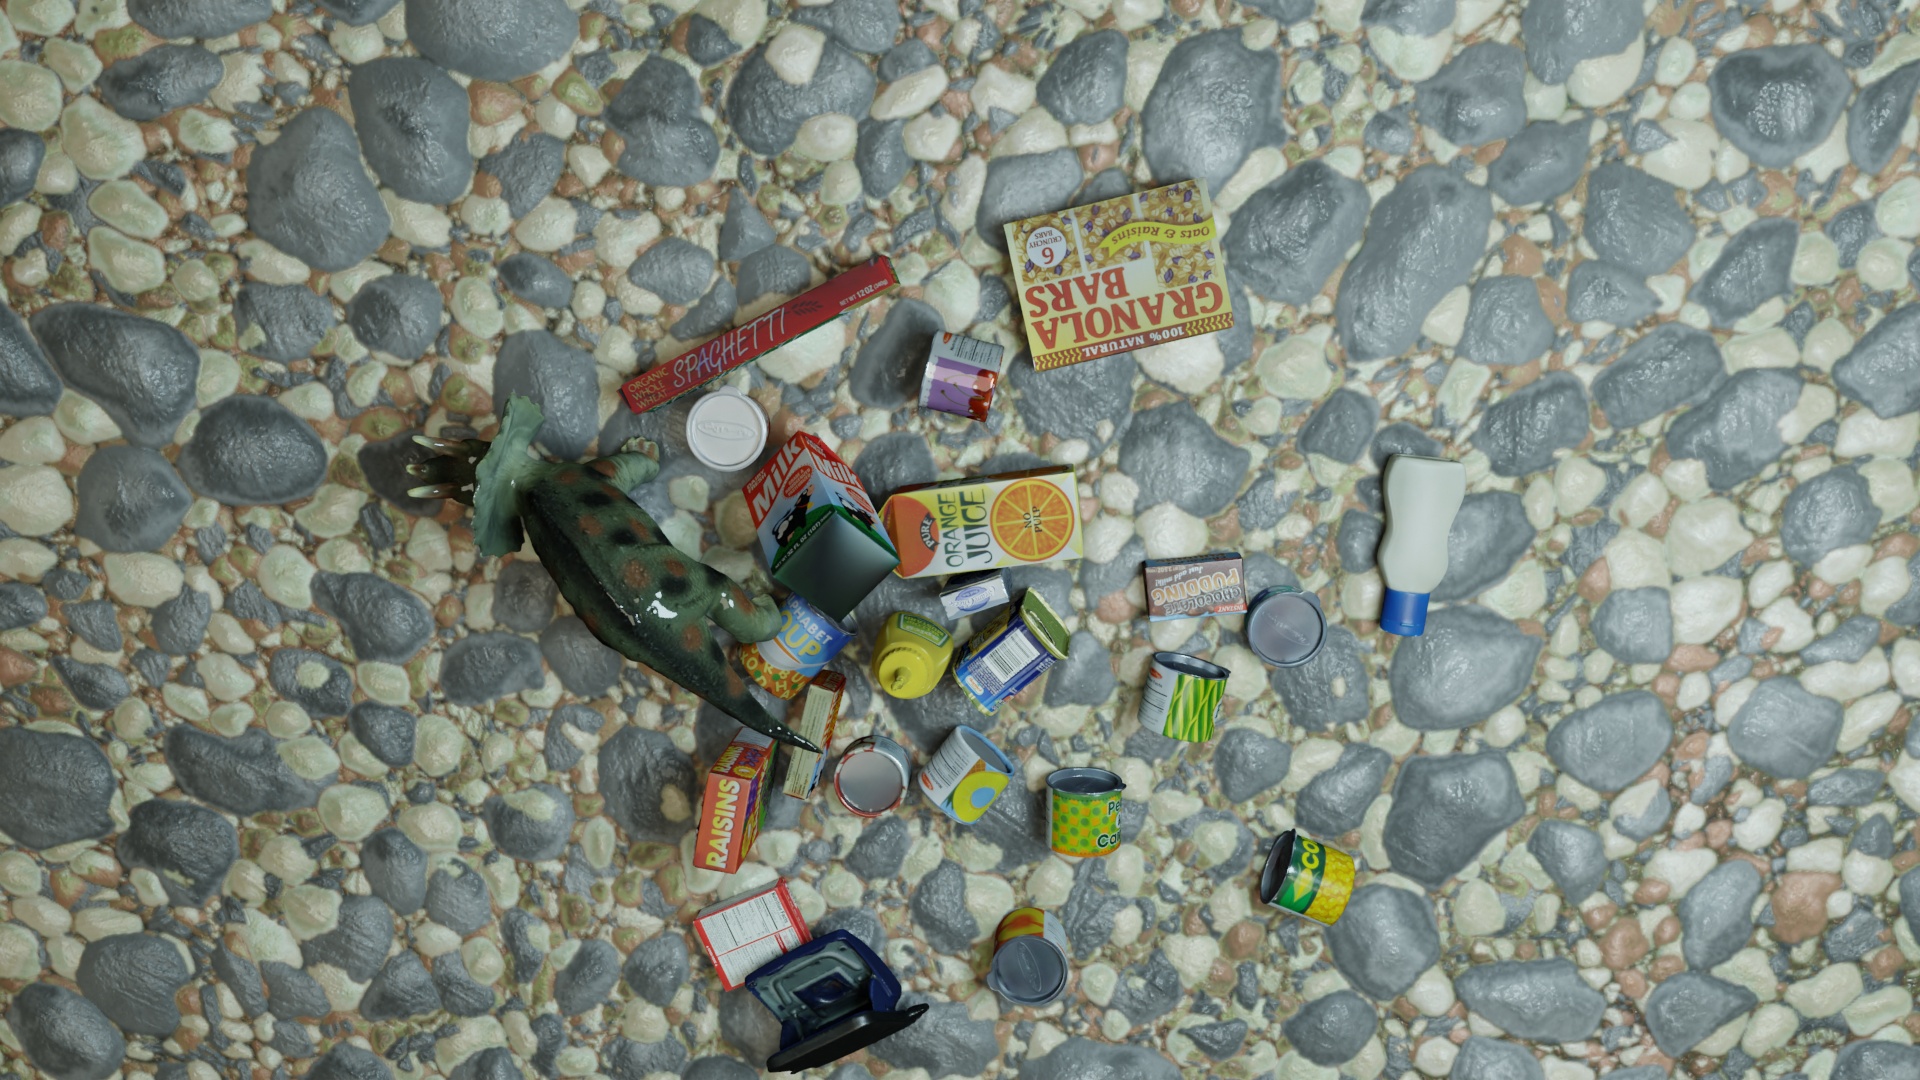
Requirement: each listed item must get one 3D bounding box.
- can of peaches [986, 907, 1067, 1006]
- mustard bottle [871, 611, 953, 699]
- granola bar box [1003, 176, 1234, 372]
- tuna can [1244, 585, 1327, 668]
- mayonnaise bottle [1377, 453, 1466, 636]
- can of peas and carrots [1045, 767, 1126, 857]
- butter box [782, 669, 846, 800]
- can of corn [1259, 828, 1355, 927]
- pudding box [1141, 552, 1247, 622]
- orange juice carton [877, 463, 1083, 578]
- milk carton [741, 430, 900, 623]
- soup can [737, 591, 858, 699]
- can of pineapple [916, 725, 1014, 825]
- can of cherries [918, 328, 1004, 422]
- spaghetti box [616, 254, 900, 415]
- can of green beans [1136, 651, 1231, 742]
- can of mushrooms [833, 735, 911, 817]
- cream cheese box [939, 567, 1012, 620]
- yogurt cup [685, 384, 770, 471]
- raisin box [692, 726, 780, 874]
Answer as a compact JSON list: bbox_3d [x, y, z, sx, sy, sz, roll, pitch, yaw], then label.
[{"bbox_3d":[0.059,0.366,1.225,0.071,0.058,0.071,1,100,4],"label":"can of peaches"},{"bbox_3d":[-0.041,0.098,1.137,0.065,0.160,0.048,24,99,-1],"label":"mustard bottle"},{"bbox_3d":[0.129,-0.216,1.137,0.165,0.039,0.124,-12,97,6],"label":"granola bar box"},{"bbox_3d":[0.276,0.070,1.175,0.071,0.033,0.071,1,99,4],"label":"tuna can"},{"bbox_3d":[0.377,0.004,1.155,0.065,0.041,0.147,7,101,5],"label":"mayonnaise bottle"},{"bbox_3d":[0.108,0.234,1.195,0.071,0.071,0.058,1,100,4],"label":"can of peas and carrots"},{"bbox_3d":[-0.126,0.168,1.209,0.024,0.053,0.103,16,99,4],"label":"butter box"},{"bbox_3d":[0.298,0.288,1.191,0.058,0.071,0.071,22,100,-1],"label":"can of corn"},{"bbox_3d":[0.198,0.040,1.177,0.084,0.030,0.049,-5,100,5],"label":"pudding box"},{"bbox_3d":[0.004,-0.015,1.161,0.193,0.072,0.073,-7,98,5],"label":"orange juice carton"},{"bbox_3d":[-0.119,-0.024,1.119,0.072,0.191,0.073,-46,122,9],"label":"milk carton"},{"bbox_3d":[-0.141,0.085,1.187,0.071,0.071,0.083,45,100,-4],"label":"soup can"},{"bbox_3d":[0.006,0.203,1.199,0.071,0.071,0.057,38,100,-3],"label":"can of pineapple"},{"bbox_3d":[0.000,-0.133,1.147,0.058,0.071,0.071,14,100,1],"label":"can of cherries"},{"bbox_3d":[-0.167,-0.170,1.159,0.250,0.050,0.028,-25,96,8],"label":"spaghetti box"},{"bbox_3d":[0.188,0.132,1.174,0.071,0.071,0.057,13,101,2],"label":"can of green beans"},{"bbox_3d":[-0.079,0.209,1.222,0.071,0.033,0.071,1,99,3],"label":"can of mushrooms"},{"bbox_3d":[0.015,0.040,1.153,0.053,0.104,0.024,-18,94,6],"label":"cream cheese box"},{"bbox_3d":[-0.192,-0.095,1.171,0.072,0.054,0.072,1,99,4],"label":"yogurt cup"},{"bbox_3d":[-0.190,0.219,1.185,0.040,0.123,0.086,12,100,2],"label":"raisin box"}]
